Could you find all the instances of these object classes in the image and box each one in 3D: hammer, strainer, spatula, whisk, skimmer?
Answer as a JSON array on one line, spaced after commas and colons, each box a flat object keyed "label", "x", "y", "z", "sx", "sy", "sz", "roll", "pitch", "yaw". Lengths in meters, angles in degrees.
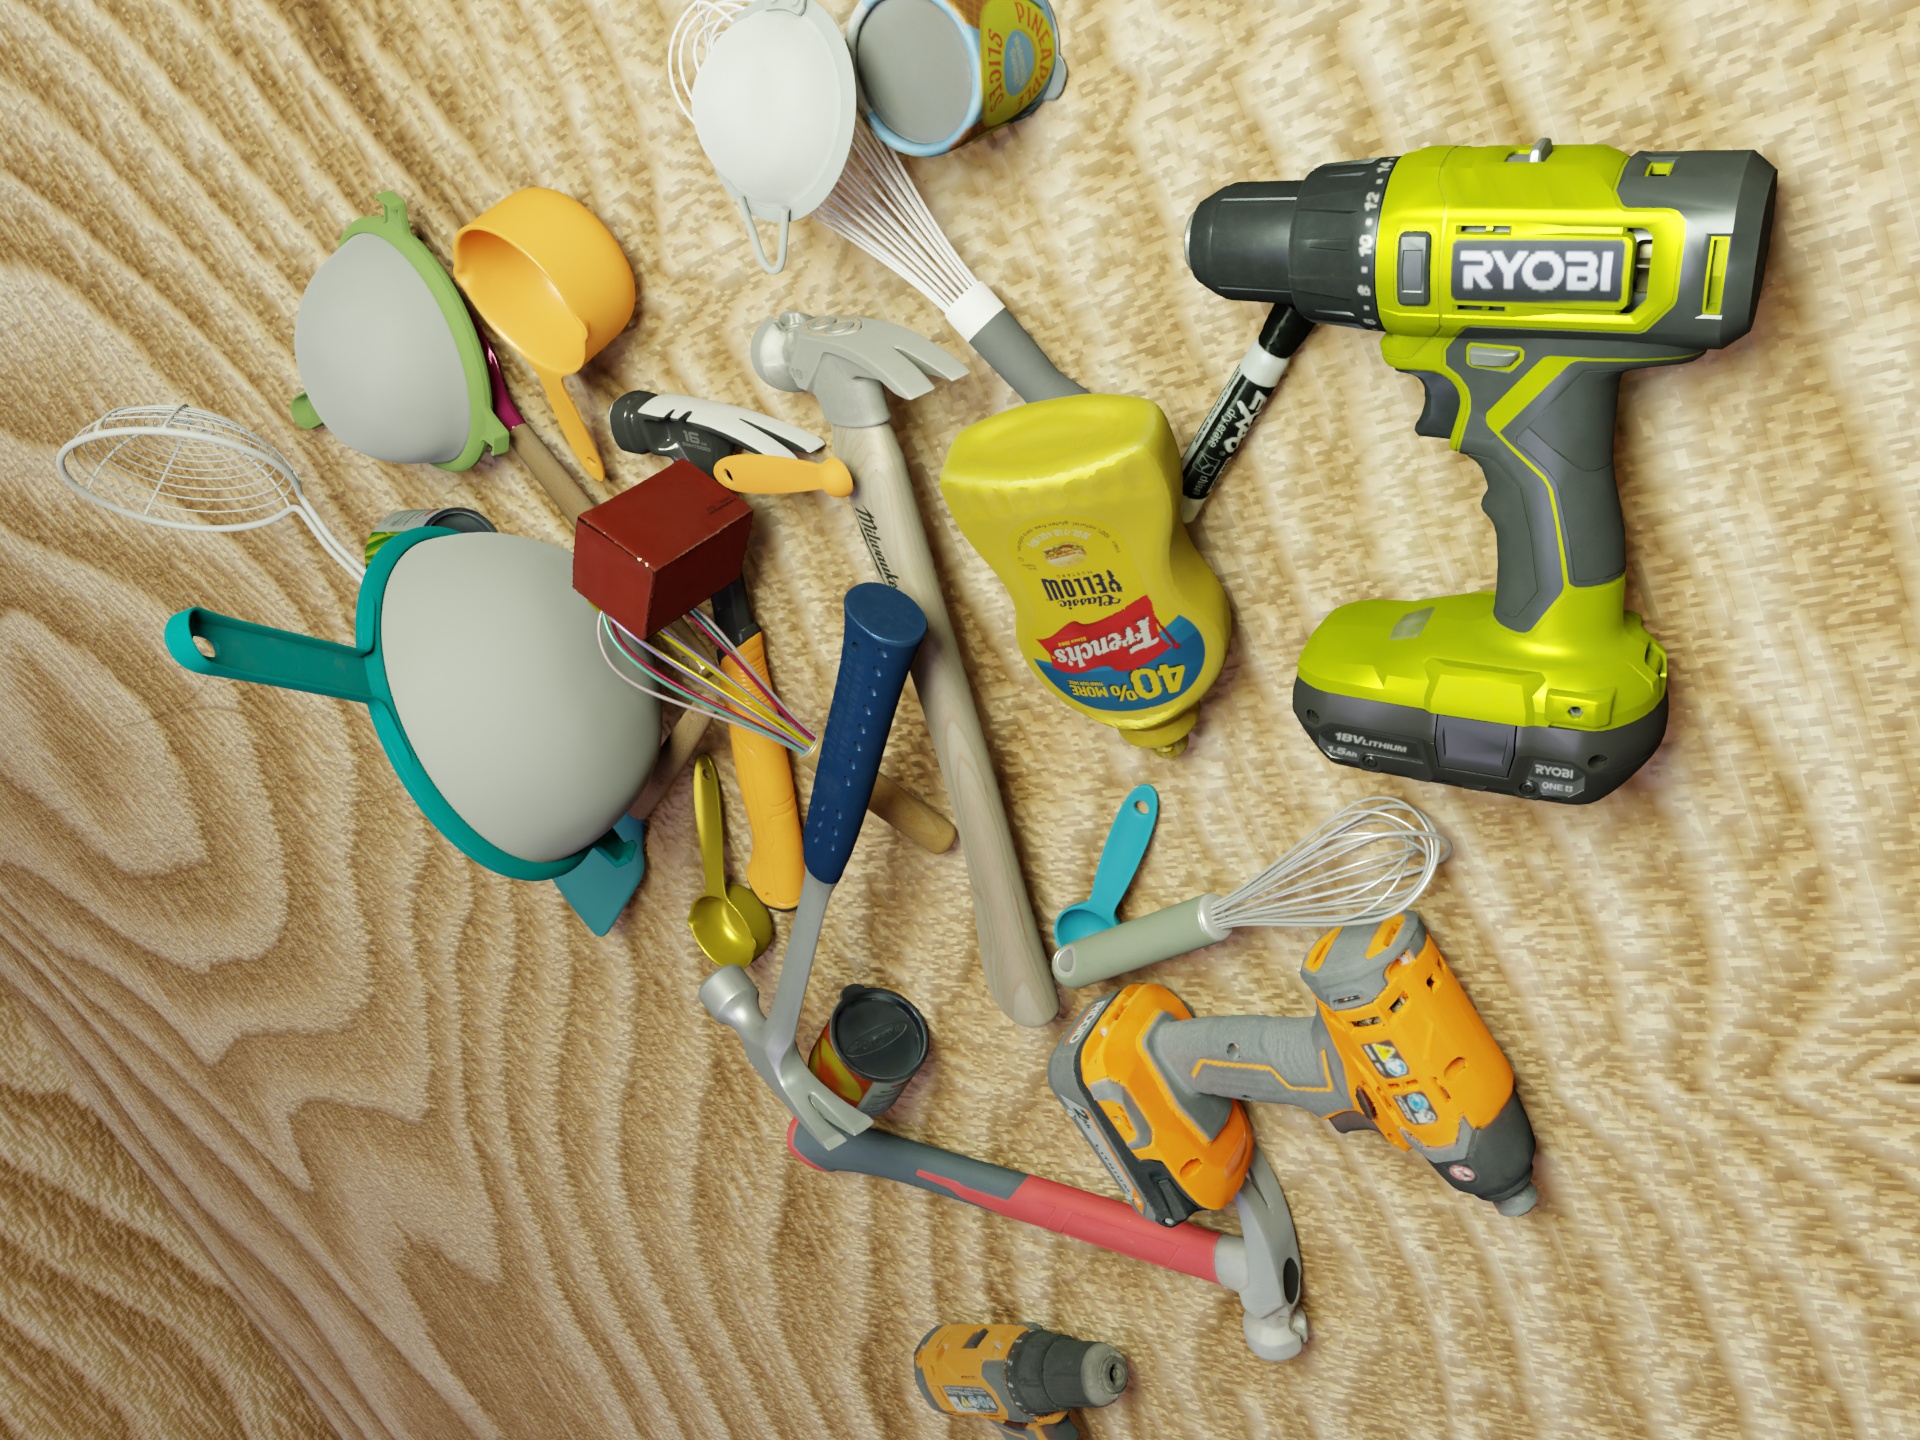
[{"label": "hammer", "x": -0.118, "y": -0.023, "z": 0.918, "sx": 0.127, "sy": 0.034, "sz": 0.336, "roll": 18, "pitch": 130, "yaw": 31}, {"label": "strainer", "x": -0.248, "y": -0.030, "z": 0.826, "sx": 0.095, "sy": 0.340, "sz": 0.211, "roll": -20, "pitch": 78, "yaw": 15}, {"label": "spatula", "x": -0.210, "y": 0.055, "z": 1.026, "sx": 0.082, "sy": 0.044, "sz": 0.317, "roll": 53, "pitch": 147, "yaw": 5}, {"label": "whisk", "x": -0.015, "y": -0.202, "z": 0.688, "sx": 0.284, "sy": 0.070, "sz": 0.070, "roll": 46, "pitch": 138, "yaw": -6}, {"label": "hammer", "x": -0.001, "y": -0.003, "z": 0.806, "sx": 0.146, "sy": 0.038, "sz": 0.410, "roll": 28, "pitch": 142, "yaw": 52}, {"label": "hammer", "x": 0.034, "y": 0.295, "z": 1.026, "sx": 0.386, "sy": 0.038, "sz": 0.143, "roll": 5, "pitch": 122, "yaw": 37}, {"label": "whisk", "x": 0.132, "y": 0.094, "z": 0.779, "sx": 0.059, "sy": 0.058, "sz": 0.246, "roll": 18, "pitch": 149, "yaw": -36}, {"label": "hammer", "x": -0.073, "y": 0.090, "z": 0.869, "sx": 0.144, "sy": 0.035, "sz": 0.405, "roll": 46, "pitch": 142, "yaw": 25}, {"label": "skimmer", "x": -0.364, "y": -0.052, "z": 0.956, "sx": 0.363, "sy": 0.090, "sz": 0.127, "roll": 45, "pitch": 145, "yaw": -11}, {"label": "strainer", "x": -0.063, "y": -0.303, "z": 0.604, "sx": 0.087, "sy": 0.050, "sz": 0.258, "roll": 24, "pitch": 109, "yaw": 34}, {"label": "whisk", "x": -0.101, "y": 0.000, "z": 0.871, "sx": 0.244, "sy": 0.051, "sz": 0.047, "roll": 36, "pitch": 136, "yaw": -19}, {"label": "strainer", "x": -0.372, "y": -0.202, "z": 0.950, "sx": 0.256, "sy": 0.069, "sz": 0.151, "roll": -6, "pitch": 111, "yaw": 49}]

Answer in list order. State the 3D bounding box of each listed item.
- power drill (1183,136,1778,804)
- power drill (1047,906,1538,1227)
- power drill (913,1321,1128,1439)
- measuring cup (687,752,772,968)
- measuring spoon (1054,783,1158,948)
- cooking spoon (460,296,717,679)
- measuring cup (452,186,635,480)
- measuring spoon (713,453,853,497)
[{"label": "power drill", "x": 0.179, "y": -0.093, "z": 0.583, "sx": 0.191, "sy": 0.080, "sz": 0.228, "roll": 10, "pitch": 124, "yaw": 28}, {"label": "power drill", "x": 0.171, "y": 0.193, "z": 0.807, "sx": 0.226, "sy": 0.084, "sz": 0.164, "roll": -25, "pitch": 103, "yaw": 43}, {"label": "power drill", "x": 0.084, "y": 0.527, "z": 1.131, "sx": 0.185, "sy": 0.084, "sz": 0.226, "roll": -24, "pitch": 99, "yaw": 45}, {"label": "measuring cup", "x": -0.153, "y": 0.090, "z": 1.045, "sx": 0.062, "sy": 0.029, "sz": 0.156, "roll": 12, "pitch": 115, "yaw": 33}, {"label": "measuring spoon", "x": 0.084, "y": 0.081, "z": 0.845, "sx": 0.042, "sy": 0.021, "sz": 0.128, "roll": 29, "pitch": 126, "yaw": 17}, {"label": "cooking spoon", "x": -0.239, "y": -0.147, "z": 0.910, "sx": 0.319, "sy": 0.017, "sz": 0.068, "roll": 50, "pitch": 141, "yaw": 10}, {"label": "measuring cup", "x": -0.205, "y": -0.204, "z": 0.849, "sx": 0.095, "sy": 0.052, "sz": 0.173, "roll": 26, "pitch": 152, "yaw": 24}, {"label": "measuring spoon", "x": -0.090, "y": -0.117, "z": 0.771, "sx": 0.117, "sy": 0.011, "sz": 0.021, "roll": 12, "pitch": 128, "yaw": 49}]
